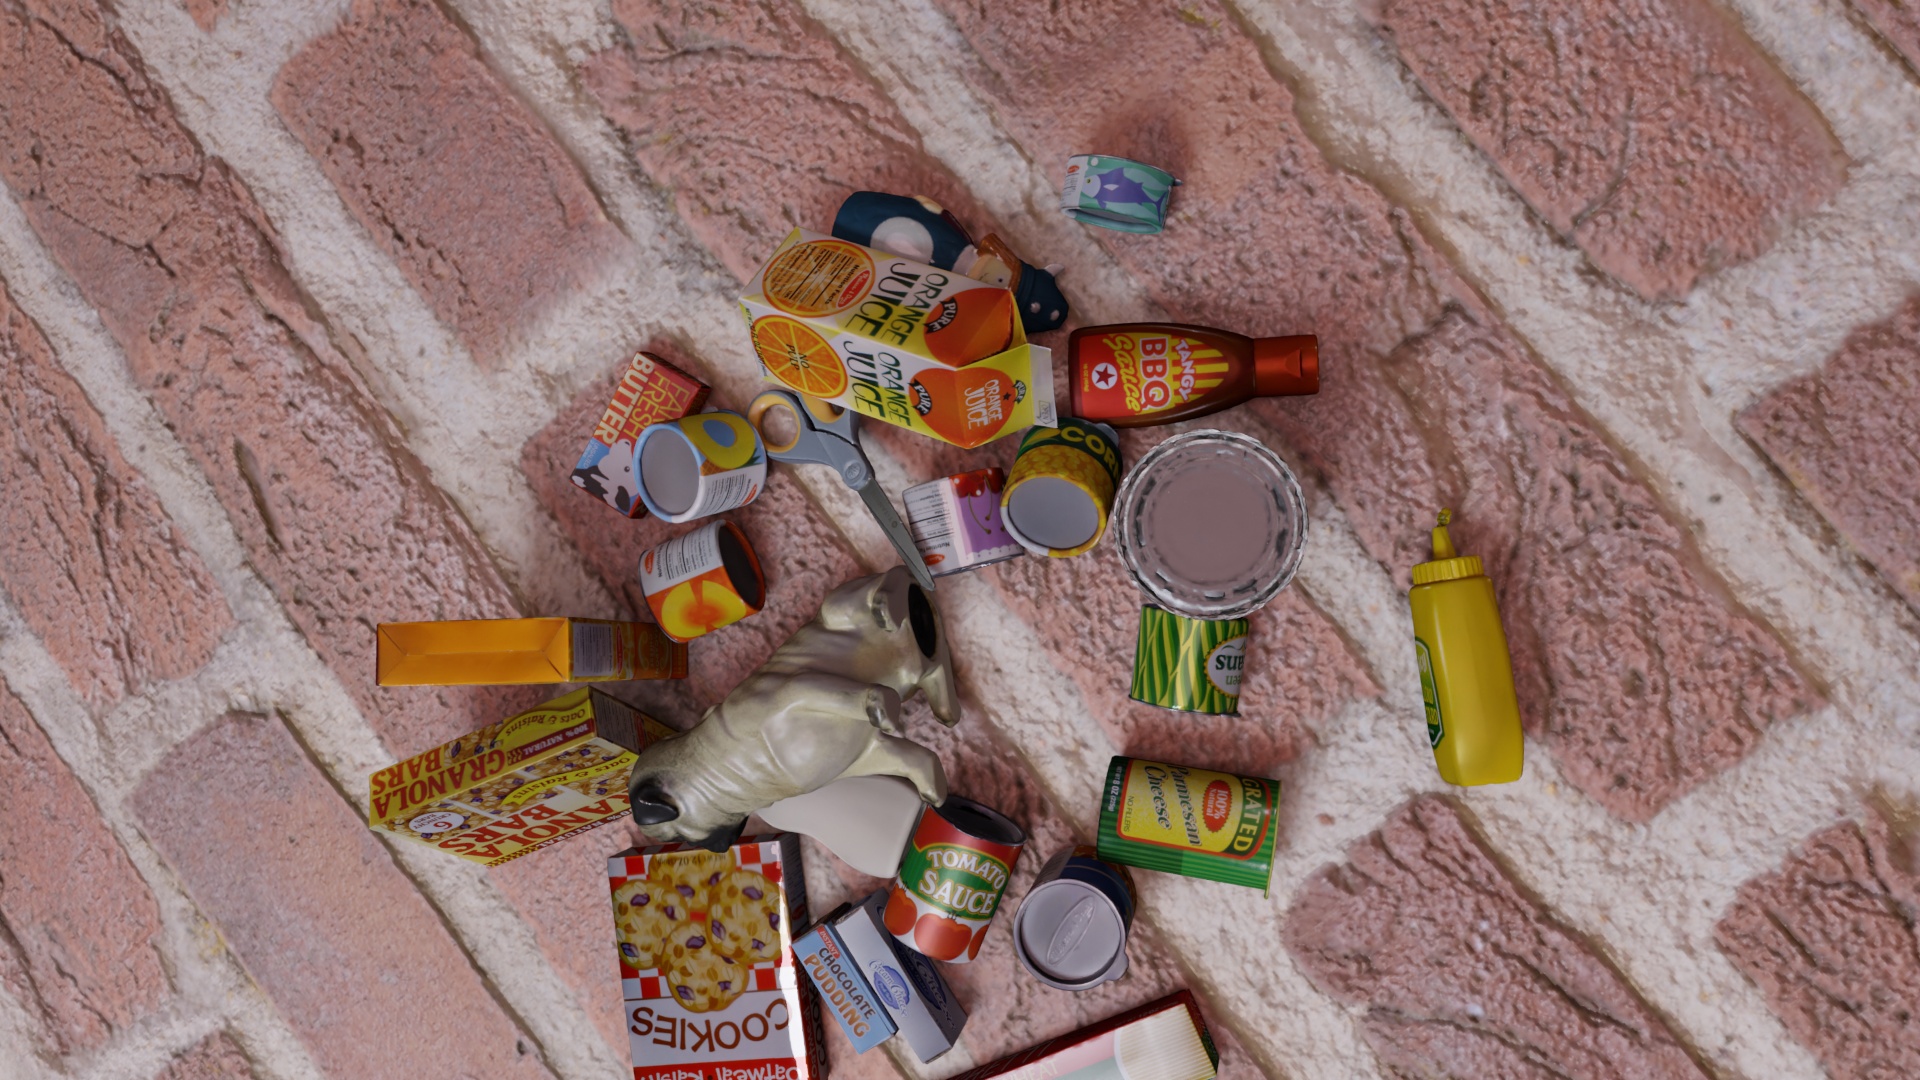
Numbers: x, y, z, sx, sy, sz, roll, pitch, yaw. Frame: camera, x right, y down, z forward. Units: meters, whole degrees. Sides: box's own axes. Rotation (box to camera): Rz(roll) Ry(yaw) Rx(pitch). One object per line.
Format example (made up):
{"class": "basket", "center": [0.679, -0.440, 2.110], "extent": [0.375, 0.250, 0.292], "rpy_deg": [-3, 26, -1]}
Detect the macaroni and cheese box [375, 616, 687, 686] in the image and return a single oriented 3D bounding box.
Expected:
{"class": "macaroni and cheese box", "center": [-0.261, 0.070, 0.871], "extent": [0.124, 0.166, 0.040], "rpy_deg": [-2, 85, 12]}

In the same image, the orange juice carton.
{"class": "orange juice carton", "center": [-0.031, -0.118, 0.837], "extent": [0.193, 0.071, 0.073], "rpy_deg": [20, 58, 19]}

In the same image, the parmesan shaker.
{"class": "parmesan shaker", "center": [0.137, 0.172, 0.837], "extent": [0.103, 0.071, 0.071], "rpy_deg": [7, 92, 12]}

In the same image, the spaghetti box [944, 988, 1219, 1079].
{"class": "spaghetti box", "center": [0.040, 0.354, 0.881], "extent": [0.250, 0.029, 0.050], "rpy_deg": [-25, 85, 11]}

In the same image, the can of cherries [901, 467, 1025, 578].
{"class": "can of cherries", "center": [0.003, -0.011, 0.869], "extent": [0.071, 0.071, 0.058], "rpy_deg": [-15, 87, 12]}

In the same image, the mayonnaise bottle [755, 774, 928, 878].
{"class": "mayonnaise bottle", "center": [-0.098, 0.164, 0.903], "extent": [0.148, 0.041, 0.065], "rpy_deg": [20, 88, 12]}

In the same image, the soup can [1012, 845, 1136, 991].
{"class": "soup can", "center": [0.074, 0.229, 0.844], "extent": [0.071, 0.084, 0.071], "rpy_deg": [0, 91, 12]}

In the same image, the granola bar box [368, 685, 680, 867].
{"class": "granola bar box", "center": [-0.272, 0.155, 0.896], "extent": [0.165, 0.124, 0.039], "rpy_deg": [-22, 60, 11]}

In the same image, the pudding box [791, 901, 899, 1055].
{"class": "pudding box", "center": [-0.068, 0.280, 0.892], "extent": [0.030, 0.050, 0.084], "rpy_deg": [-35, 84, 12]}

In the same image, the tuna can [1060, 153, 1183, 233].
{"class": "tuna can", "center": [0.097, -0.210, 0.845], "extent": [0.071, 0.071, 0.033], "rpy_deg": [13, 95, 12]}

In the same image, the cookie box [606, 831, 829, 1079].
{"class": "cookie box", "center": [-0.159, 0.283, 0.917], "extent": [0.123, 0.040, 0.167], "rpy_deg": [-8, 88, 12]}

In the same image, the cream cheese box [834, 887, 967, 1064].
{"class": "cream cheese box", "center": [-0.037, 0.275, 0.884], "extent": [0.024, 0.053, 0.104], "rpy_deg": [-35, 84, 9]}

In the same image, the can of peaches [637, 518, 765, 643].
{"class": "can of peaches", "center": [-0.166, 0.027, 0.904], "extent": [0.058, 0.071, 0.071], "rpy_deg": [-23, 86, 11]}

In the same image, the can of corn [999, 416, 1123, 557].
{"class": "can of corn", "center": [0.063, -0.033, 0.842], "extent": [0.071, 0.058, 0.070], "rpy_deg": [9, 130, 11]}

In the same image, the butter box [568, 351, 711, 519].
{"class": "butter box", "center": [-0.215, -0.071, 0.933], "extent": [0.053, 0.024, 0.103], "rpy_deg": [31, 97, 11]}

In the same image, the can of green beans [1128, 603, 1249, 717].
{"class": "can of green beans", "center": [0.138, 0.071, 0.838], "extent": [0.071, 0.071, 0.057], "rpy_deg": [8, 92, 12]}

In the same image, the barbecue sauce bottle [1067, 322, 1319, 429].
{"class": "barbecue sauce bottle", "center": [0.142, -0.103, 0.847], "extent": [0.148, 0.044, 0.065], "rpy_deg": [-2, 92, 12]}

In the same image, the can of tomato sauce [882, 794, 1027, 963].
{"class": "can of tomato sauce", "center": [-0.004, 0.211, 0.868], "extent": [0.071, 0.071, 0.083], "rpy_deg": [23, 96, 11]}

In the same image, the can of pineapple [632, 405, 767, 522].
{"class": "can of pineapple", "center": [-0.169, -0.050, 0.896], "extent": [0.071, 0.058, 0.070], "rpy_deg": [9, 107, 34]}

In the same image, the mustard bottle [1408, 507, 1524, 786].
{"class": "mustard bottle", "center": [0.291, 0.060, 0.809], "extent": [0.049, 0.065, 0.160], "rpy_deg": [-8, 83, 7]}
